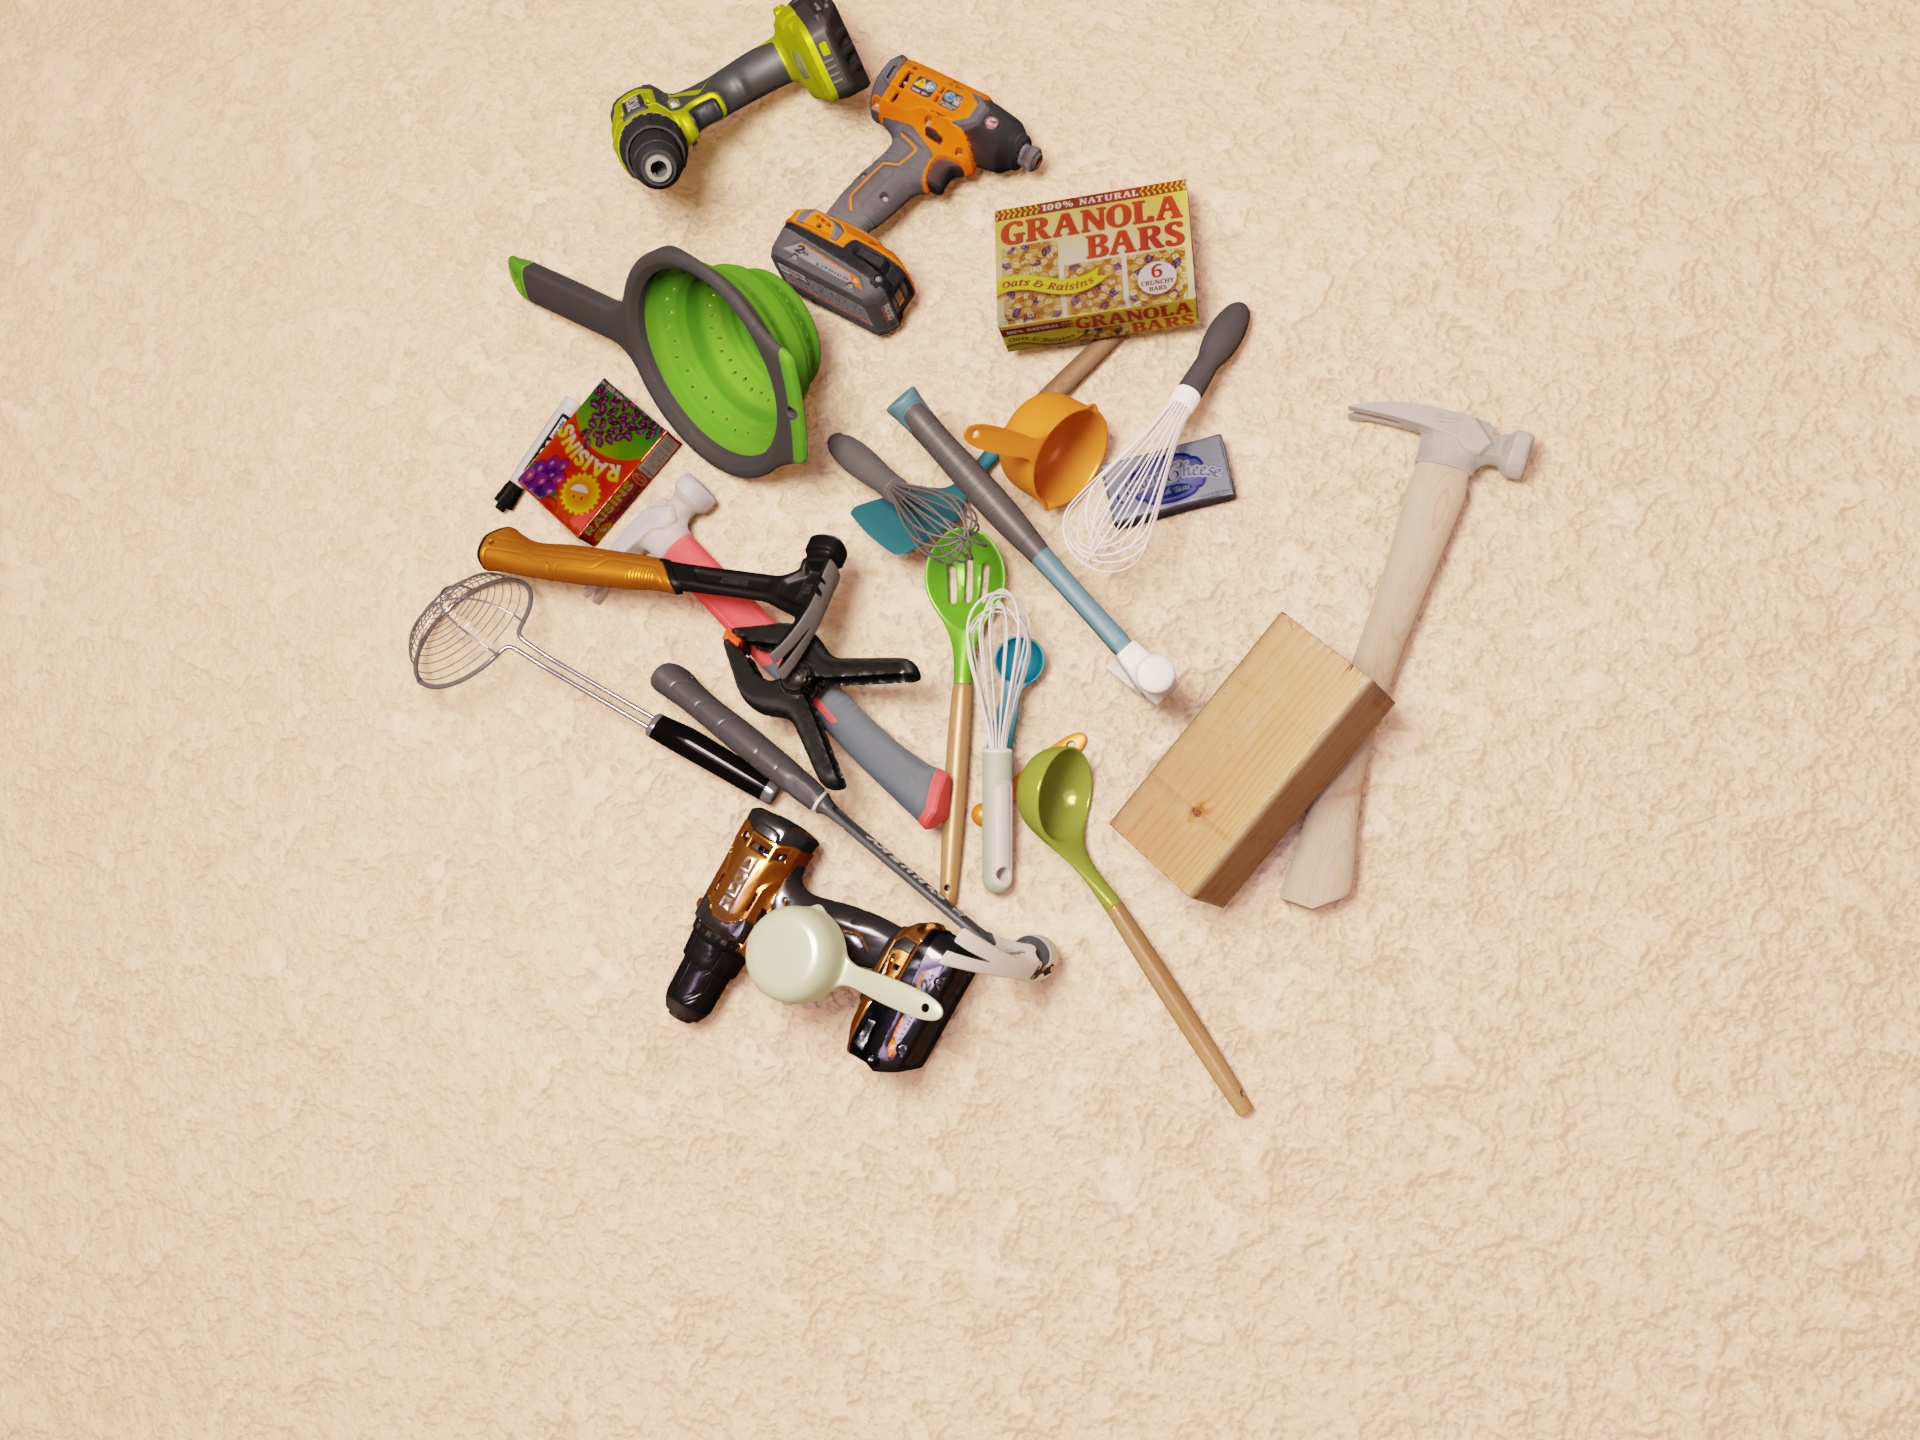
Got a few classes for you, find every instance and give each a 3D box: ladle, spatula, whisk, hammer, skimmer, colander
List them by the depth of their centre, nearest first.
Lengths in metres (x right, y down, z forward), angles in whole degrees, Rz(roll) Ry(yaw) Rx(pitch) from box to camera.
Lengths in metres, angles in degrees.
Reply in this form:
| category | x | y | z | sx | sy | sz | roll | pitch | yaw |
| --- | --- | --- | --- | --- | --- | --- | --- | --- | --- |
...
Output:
| category | x | y | z | sx | sy | sz | roll | pitch | yaw |
| --- | --- | --- | --- | --- | --- | --- | --- | --- | --- |
| ladle | 0.142 | 0.162 | 1.243 | 0.062 | 0.078 | 0.320 | -41 | 76 | 39 |
| hammer | 0.320 | -0.053 | 1.254 | 0.146 | 0.038 | 0.411 | 18 | 84 | 16 |
| hammer | 0.055 | -0.142 | 1.265 | 0.033 | 0.128 | 0.331 | -41 | 81 | 1 |
| hammer | -0.103 | 0.075 | 1.267 | 0.409 | 0.149 | 0.036 | 37 | 98 | 23 |
| whisk | 0.031 | 0.017 | 1.281 | 0.057 | 0.059 | 0.246 | 0 | 90 | -30 |
| whisk | 0.165 | -0.236 | 1.286 | 0.070 | 0.070 | 0.285 | 26 | 69 | 15 |
| whisk | -0.050 | -0.189 | 1.308 | 0.055 | 0.055 | 0.239 | -47 | 44 | 1 |
| hammer | -0.266 | -0.117 | 1.336 | 0.337 | 0.034 | 0.127 | 9 | 60 | 21 |
| hammer | -0.158 | -0.039 | 1.341 | 0.143 | 0.038 | 0.386 | -46 | 71 | 2 |
| spatula | 0.047 | -0.255 | 1.345 | 0.317 | 0.044 | 0.082 | -44 | 50 | 0 |
| skimmer | -0.316 | -0.016 | 1.383 | 0.363 | 0.090 | 0.127 | 29 | 66 | 5 |
| colander | -0.248 | -0.353 | 1.399 | 0.397 | 0.204 | 0.094 | 30 | 52 | 31 |

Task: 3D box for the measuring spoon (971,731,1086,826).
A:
| category | x | y | z | sx | sy | sz | roll | pitch | yaw |
| --- | --- | --- | --- | --- | --- | --- | --- | --- | --- |
| measuring spoon | 0.056 | 0.047 | 1.303 | 0.117 | 0.011 | 0.021 | -38 | 75 | 3 |

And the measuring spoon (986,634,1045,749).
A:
| category | x | y | z | sx | sy | sz | roll | pitch | yaw |
| --- | --- | --- | --- | --- | --- | --- | --- | --- | --- |
| measuring spoon | 0.040 | -0.007 | 1.318 | 0.042 | 0.021 | 0.128 | 14 | 92 | 12 |

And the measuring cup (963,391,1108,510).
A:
| category | x | y | z | sx | sy | sz | roll | pitch | yaw |
| --- | --- | --- | --- | --- | --- | --- | --- | --- | --- |
| measuring cup | 0.046 | -0.227 | 1.279 | 0.052 | 0.173 | 0.095 | 37 | 112 | 36 |

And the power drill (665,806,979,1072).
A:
| category | x | y | z | sx | sy | sz | roll | pitch | yaw |
| --- | --- | --- | --- | --- | --- | --- | --- | --- | --- |
| power drill | -0.121 | 0.200 | 1.281 | 0.226 | 0.084 | 0.185 | 29 | 89 | 19 |

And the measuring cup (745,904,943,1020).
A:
| category | x | y | z | sx | sy | sz | roll | pitch | yaw |
| --- | --- | --- | --- | --- | --- | --- | --- | --- | --- |
| measuring cup | -0.091 | 0.193 | 1.208 | 0.168 | 0.038 | 0.083 | 18 | 86 | 25 |

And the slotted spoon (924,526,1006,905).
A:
| category | x | y | z | sx | sy | sz | roll | pitch | yaw |
| --- | --- | --- | --- | --- | --- | --- | --- | --- | --- |
| slotted spoon | -0.002 | -0.004 | 1.318 | 0.070 | 0.031 | 0.314 | 1 | 82 | 13 |

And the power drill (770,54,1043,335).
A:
| category | x | y | z | sx | sy | sz | roll | pitch | yaw |
| --- | --- | --- | --- | --- | --- | --- | --- | --- | --- |
| power drill | -0.043 | -0.454 | 1.383 | 0.164 | 0.084 | 0.226 | 30 | 83 | 16 |

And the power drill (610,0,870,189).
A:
| category | x | y | z | sx | sy | sz | roll | pitch | yaw |
| --- | --- | --- | --- | --- | --- | --- | --- | --- | --- |
| power drill | -0.200 | -0.544 | 1.394 | 0.228 | 0.080 | 0.191 | -27 | 35 | 3 |
